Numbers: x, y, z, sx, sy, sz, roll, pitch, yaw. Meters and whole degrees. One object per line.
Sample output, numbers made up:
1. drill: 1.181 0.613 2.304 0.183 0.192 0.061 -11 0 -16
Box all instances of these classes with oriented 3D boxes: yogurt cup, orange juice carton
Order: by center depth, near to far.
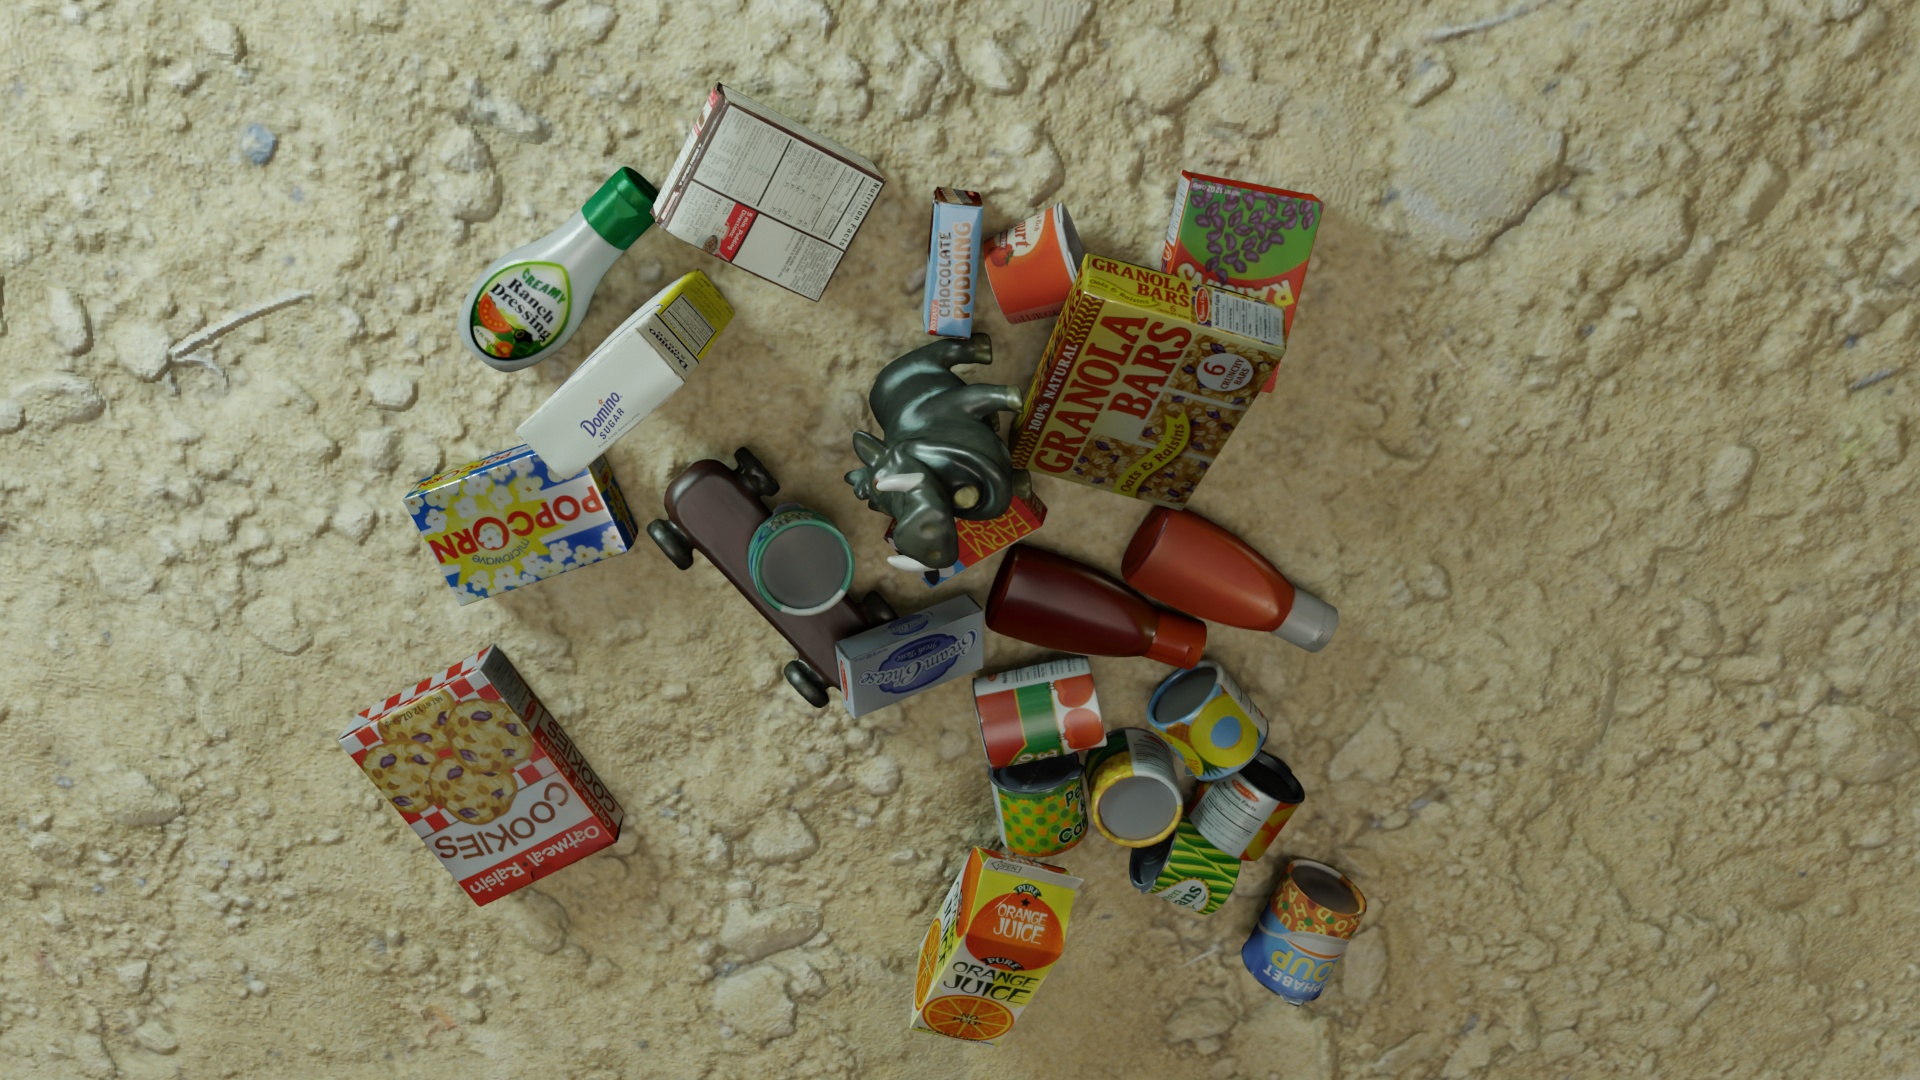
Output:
1. yogurt cup: 0.048 -0.167 0.854 0.054 0.073 0.072 -16 113 15
2. orange juice carton: 0.025 0.289 1.011 0.072 0.073 0.191 16 132 -8

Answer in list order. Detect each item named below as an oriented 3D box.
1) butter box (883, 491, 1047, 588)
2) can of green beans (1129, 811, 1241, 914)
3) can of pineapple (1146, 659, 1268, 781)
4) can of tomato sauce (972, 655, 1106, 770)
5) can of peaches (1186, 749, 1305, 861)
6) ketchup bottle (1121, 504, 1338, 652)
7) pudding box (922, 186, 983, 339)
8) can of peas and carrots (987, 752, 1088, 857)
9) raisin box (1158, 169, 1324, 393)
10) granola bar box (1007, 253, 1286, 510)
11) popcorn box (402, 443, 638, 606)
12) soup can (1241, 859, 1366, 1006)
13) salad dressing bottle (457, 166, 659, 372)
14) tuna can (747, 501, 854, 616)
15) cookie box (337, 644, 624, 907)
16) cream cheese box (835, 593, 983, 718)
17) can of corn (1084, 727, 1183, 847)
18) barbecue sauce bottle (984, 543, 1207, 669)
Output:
1. butter box: 0.003 -0.012 0.923 0.103 0.024 0.053 -30 113 34
2. can of green beans: 0.166 0.236 1.027 0.058 0.071 0.071 25 111 -12
3. can of pineapple: 0.172 0.127 0.980 0.071 0.071 0.057 -37 108 14
4. can of tomato sauce: 0.056 0.122 0.975 0.083 0.071 0.071 -12 113 4
5. can of peaches: 0.207 0.189 1.009 0.071 0.071 0.058 25 111 -11
6. ketchup bottle: 0.188 0.031 0.951 0.149 0.044 0.064 26 111 -12
7. pudding box: -0.005 -0.171 0.857 0.030 0.050 0.083 4 113 -4
8. can of peas and carrots: 0.059 0.186 1.002 0.071 0.071 0.058 -9 114 3
9. raisin box: 0.167 -0.161 0.871 0.086 0.040 0.123 9 112 -5
10. granola bar box: 0.110 -0.094 0.857 0.124 0.039 0.164 14 144 -7
11. popcorn box: -0.291 -0.017 0.925 0.127 0.038 0.085 -18 113 7
12. soup can: 0.261 0.296 1.052 0.071 0.071 0.083 18 112 -8
13. salad dressing bottle: -0.245 -0.168 0.857 0.147 0.044 0.064 -41 108 13
14. tuna can: -0.103 0.012 0.897 0.071 0.033 0.071 -3 103 -15
15. cookie box: -0.343 0.173 1.004 0.123 0.040 0.167 -27 111 10
16. cream cheese box: -0.033 0.078 0.943 0.104 0.024 0.053 -20 128 -24
17. can of corn: 0.124 0.181 1.007 0.071 0.058 0.071 0 113 -1
18. barbecue sauce bottle: 0.095 0.052 0.959 0.148 0.044 0.064 17 113 -9
